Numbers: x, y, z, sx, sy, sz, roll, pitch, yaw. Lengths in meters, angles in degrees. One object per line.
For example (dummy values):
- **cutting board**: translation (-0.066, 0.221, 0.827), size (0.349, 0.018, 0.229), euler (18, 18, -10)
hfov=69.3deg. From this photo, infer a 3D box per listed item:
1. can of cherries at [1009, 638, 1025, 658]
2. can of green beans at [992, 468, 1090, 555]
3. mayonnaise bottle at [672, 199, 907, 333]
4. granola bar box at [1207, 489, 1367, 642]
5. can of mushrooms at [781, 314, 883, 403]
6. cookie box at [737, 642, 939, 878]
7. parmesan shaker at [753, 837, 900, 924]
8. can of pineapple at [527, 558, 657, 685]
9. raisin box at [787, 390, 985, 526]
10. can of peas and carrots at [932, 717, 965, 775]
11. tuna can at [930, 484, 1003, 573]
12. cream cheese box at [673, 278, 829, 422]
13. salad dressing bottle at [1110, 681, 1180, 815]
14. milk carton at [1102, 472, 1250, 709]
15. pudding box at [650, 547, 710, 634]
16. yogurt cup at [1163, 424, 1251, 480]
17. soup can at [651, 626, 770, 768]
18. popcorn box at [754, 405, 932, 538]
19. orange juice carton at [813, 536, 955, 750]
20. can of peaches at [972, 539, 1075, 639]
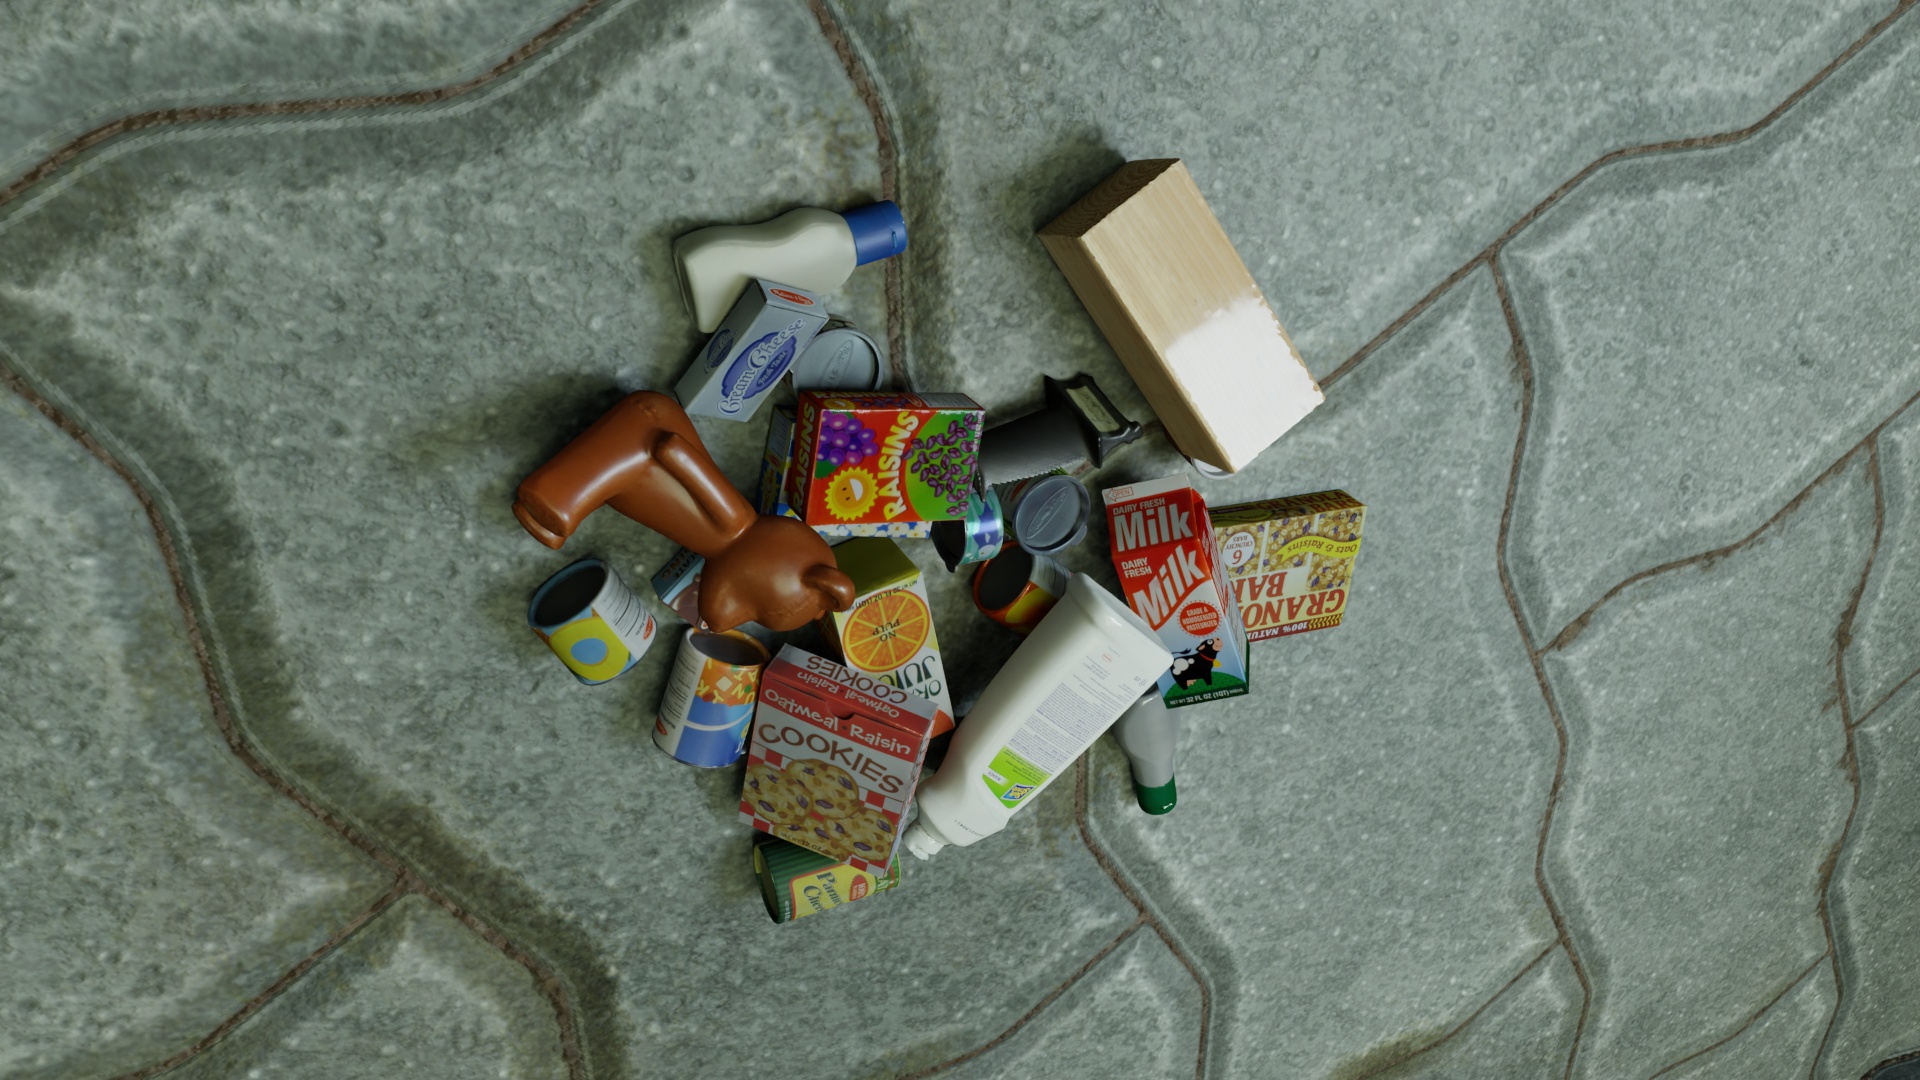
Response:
- **can of cherries**: translation (0.079, 0.113, 1.148), size (0.072, 0.058, 0.071), euler (-13, 122, -21)
- **can of green beans**: translation (0.056, -0.030, 1.059), size (0.071, 0.058, 0.071), euler (-13, 120, -22)
- **mayonnaise bottle**: translation (-0.108, -0.184, 0.900), size (0.148, 0.041, 0.064), euler (-21, 132, -19)
- **granola bar box**: translation (0.270, 0.027, 1.217), size (0.166, 0.039, 0.123), euler (-8, 119, -25)
- **can of mushrooms**: translation (-0.091, -0.120, 0.948), size (0.071, 0.033, 0.070), euler (-13, 121, -22)
- **cookie box**: translation (-0.093, 0.166, 1.026), size (0.123, 0.040, 0.166), euler (21, 129, 6)
- **parmesan shaker**: translation (-0.109, 0.265, 1.123), size (0.103, 0.071, 0.071), euler (-13, 121, -22)
- **can of pineapple**: translation (-0.249, 0.055, 0.935), size (0.071, 0.071, 0.057), euler (-36, 126, -7)
- **raisin box**: translation (-0.051, -0.057, 0.950), size (0.124, 0.040, 0.085), euler (-3, 116, -29)
- **can of peas and carrots**: translation (0.015, 0.187, 1.146), size (0.071, 0.071, 0.058), euler (13, 108, -33)
- **tuna can**: translation (0.004, -0.013, 1.034), size (0.033, 0.071, 0.070), euler (-10, 120, -24)
- **cream cheese box**: translation (-0.136, -0.120, 0.899), size (0.053, 0.024, 0.103), euler (6, 137, -48)
- **salad dressing bottle**: translation (0.169, 0.183, 1.244), size (0.064, 0.044, 0.147), euler (-24, 125, -18)
- **milk carton**: translation (0.175, 0.035, 1.122), size (0.072, 0.074, 0.189), euler (-13, 115, 19)
- **pudding box**: translation (-0.171, 0.019, 0.980), size (0.083, 0.030, 0.049), euler (-47, 128, 1)
- **yogurt cup**: translation (0.199, -0.088, 1.108), size (0.072, 0.054, 0.072), euler (-13, 121, -22)
- **soup can**: translation (-0.177, 0.112, 1.004), size (0.071, 0.071, 0.083), euler (9, 110, -32)
- **popcorn box**: translation (-0.075, -0.048, 0.991), size (0.127, 0.038, 0.085), euler (1, 114, -29)
- **orange juice carton**: translation (-0.059, 0.096, 1.055), size (0.072, 0.073, 0.191), euler (-22, 124, -17)
- **can of peaches**: translation (0.050, 0.041, 1.090), size (0.058, 0.071, 0.071), euler (34, 97, -37)
